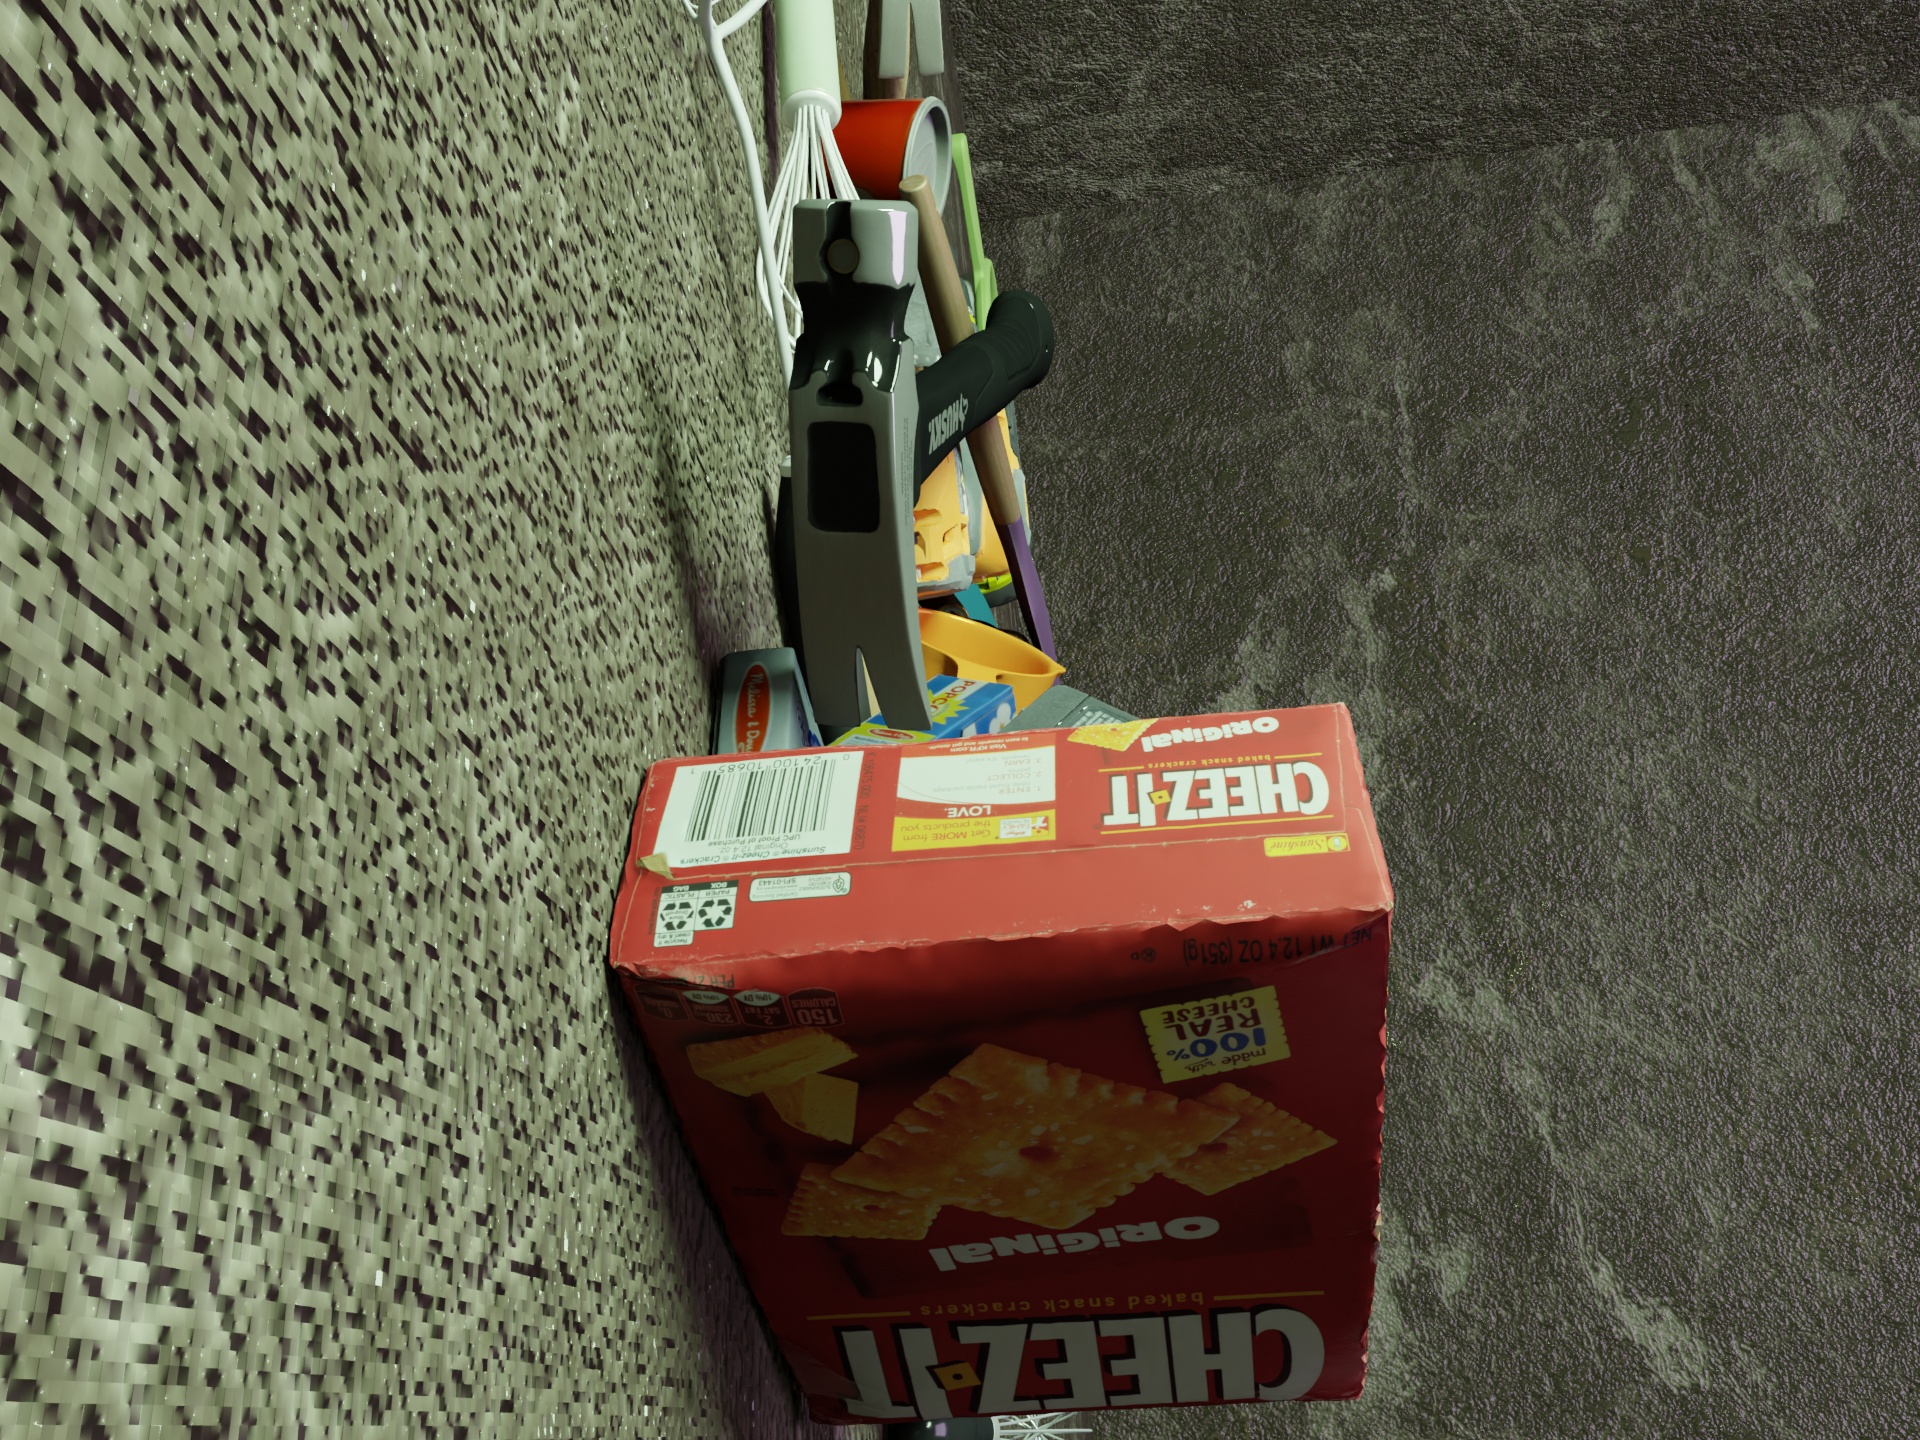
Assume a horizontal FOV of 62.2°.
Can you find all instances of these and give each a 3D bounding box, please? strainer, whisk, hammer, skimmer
[{"bbox_3d":[-0.008,-0.339,1.273,0.152,0.069,0.256,-88,170,-49],"label":"strainer"},{"bbox_3d":[0.003,-0.053,0.911,0.245,0.051,0.047,-120,-142,-66],"label":"whisk"},{"bbox_3d":[-0.001,-0.110,0.563,0.335,0.035,0.146,-62,154,-69],"label":"hammer"},{"bbox_3d":[-0.039,-0.368,0.858,0.331,0.031,0.130,169,-86,-86],"label":"hammer"},{"bbox_3d":[-0.034,-0.150,0.538,0.127,0.090,0.363,-83,166,-72],"label":"skimmer"},{"bbox_3d":[-0.060,-0.241,0.648,0.059,0.057,0.247,-43,-134,51],"label":"whisk"},{"bbox_3d":[0.011,0.321,0.718,0.284,0.070,0.070,62,21,-64],"label":"whisk"}]

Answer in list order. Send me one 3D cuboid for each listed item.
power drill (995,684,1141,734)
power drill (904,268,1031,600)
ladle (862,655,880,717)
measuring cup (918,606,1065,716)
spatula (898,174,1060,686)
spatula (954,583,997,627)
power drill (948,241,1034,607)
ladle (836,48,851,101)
[{"bbox_3d":[0.037,0.103,0.559,0.164,0.084,0.226,-40,145,-38],"label":"power drill"},{"bbox_3d":[-0.020,-0.155,0.830,0.226,0.084,0.185,-28,111,-80],"label":"power drill"},{"bbox_3d":[-0.023,0.028,0.666,0.078,0.062,0.320,-13,94,-69],"label":"ladle"},{"bbox_3d":[-0.001,-0.002,0.721,0.174,0.095,0.052,-96,-156,-71],"label":"measuring cup"},{"bbox_3d":[0.017,-0.119,0.766,0.315,0.018,0.060,70,9,-47],"label":"spatula"},{"bbox_3d":[-0.002,0.046,0.969,0.082,0.044,0.318,61,21,-47],"label":"spatula"},{"bbox_3d":[-0.005,-0.198,1.083,0.228,0.080,0.191,70,15,-62],"label":"power drill"},{"bbox_3d":[-0.061,-0.310,0.830,0.315,0.031,0.069,67,29,-68],"label":"ladle"}]
